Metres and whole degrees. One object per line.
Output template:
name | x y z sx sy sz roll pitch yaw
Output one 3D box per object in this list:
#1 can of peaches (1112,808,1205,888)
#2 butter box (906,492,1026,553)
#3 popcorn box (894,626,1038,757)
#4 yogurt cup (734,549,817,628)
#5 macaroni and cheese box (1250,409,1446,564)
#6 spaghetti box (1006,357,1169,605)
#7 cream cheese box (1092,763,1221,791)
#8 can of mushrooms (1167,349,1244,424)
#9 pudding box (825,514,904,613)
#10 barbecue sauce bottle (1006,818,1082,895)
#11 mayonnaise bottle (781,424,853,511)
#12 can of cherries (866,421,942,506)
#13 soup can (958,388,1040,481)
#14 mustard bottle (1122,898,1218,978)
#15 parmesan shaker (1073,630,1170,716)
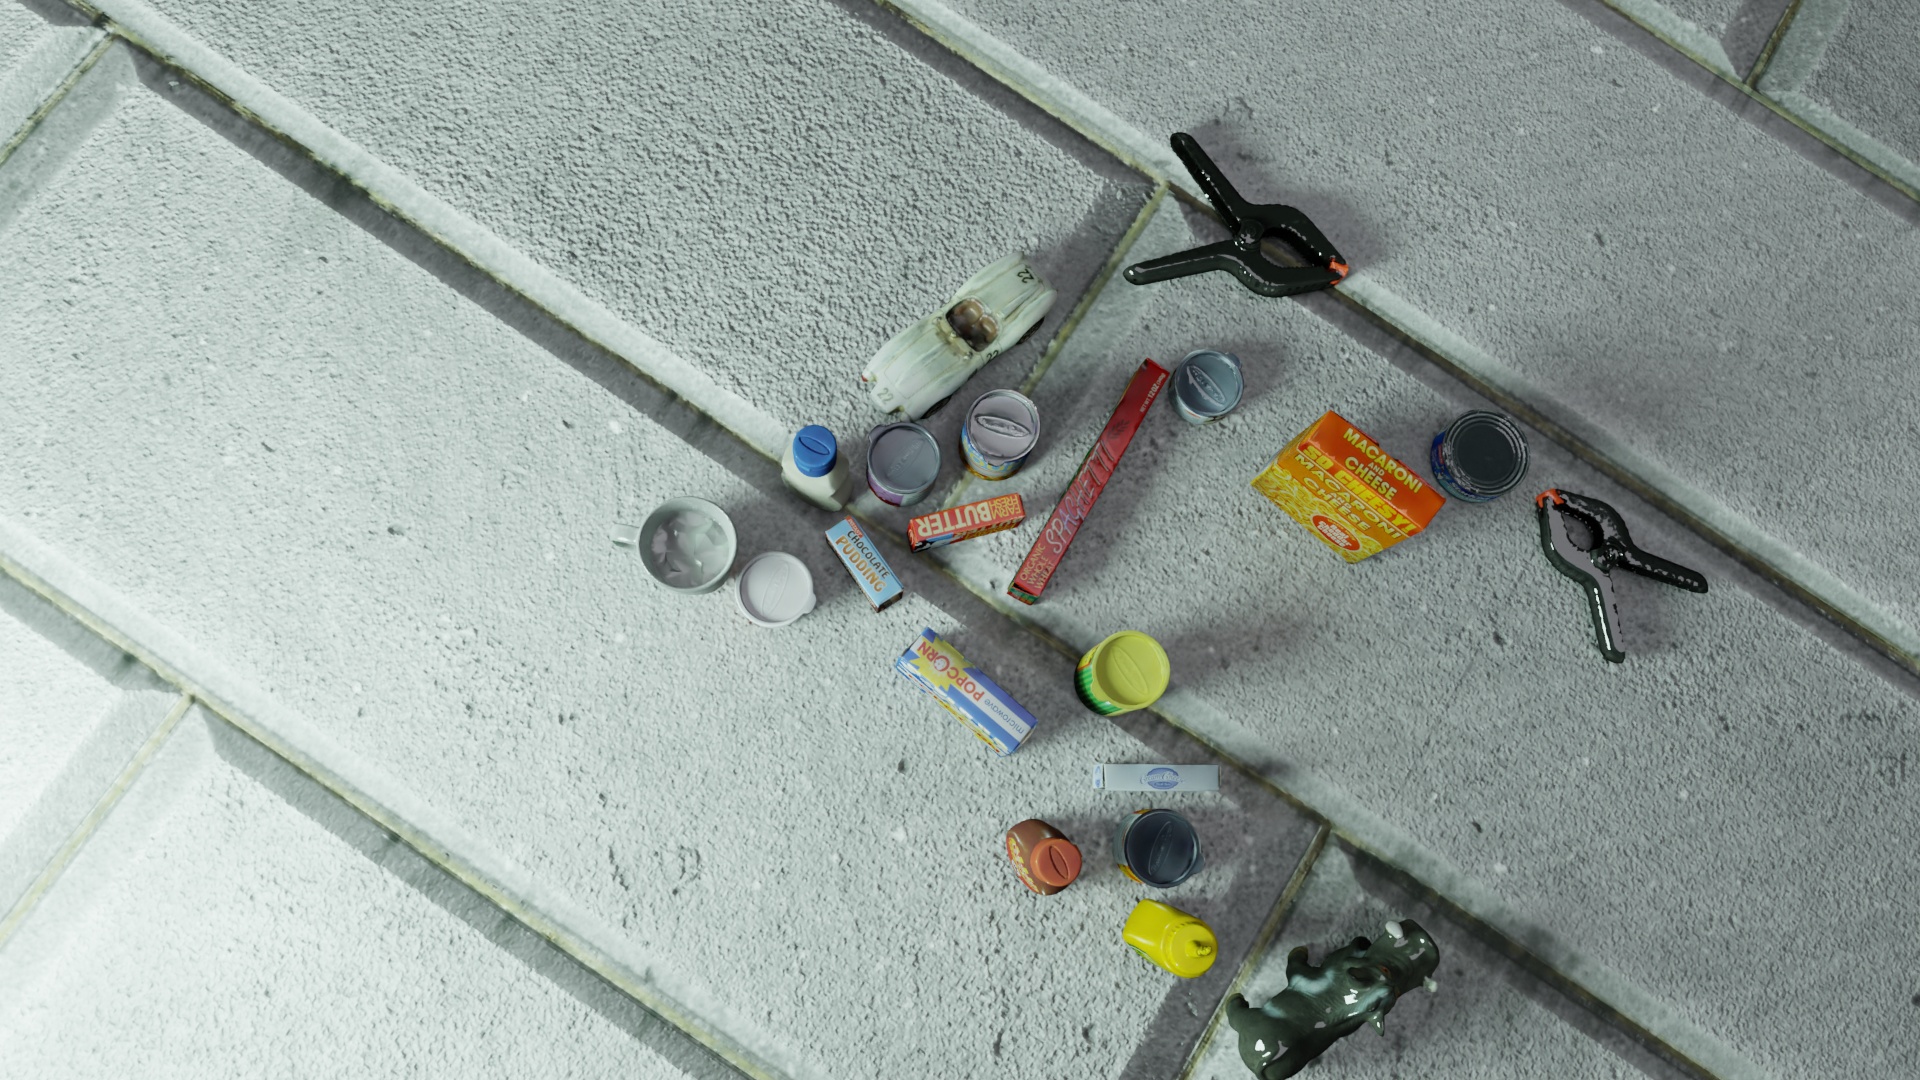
can of peaches | 0.171 0.267 1.202 0.071 0.058 0.071 1 79 -5
butter box | 0.004 -0.016 1.247 0.104 0.053 0.024 -14 81 -8
popcorn box | 0.004 0.133 1.200 0.127 0.085 0.038 40 78 3
yogurt cup | -0.162 0.046 1.218 0.072 0.054 0.072 1 79 -5
macaroni and cheese box | 0.337 -0.045 1.225 0.124 0.166 0.040 39 78 3
spaghetti box | 0.116 -0.053 1.266 0.029 0.050 0.250 31 78 1
cream cheese box | 0.171 0.208 1.217 0.104 0.053 0.024 1 79 -5
can of mushrooms | 0.231 -0.145 1.304 0.071 0.033 0.071 1 79 -5
pudding box | -0.085 0.021 1.233 0.030 0.049 0.084 -34 84 -10
barbecue sauce bottle | 0.071 0.263 1.148 0.044 0.148 0.065 -25 82 -9
mayonnaise bottle | -0.124 -0.063 1.196 0.065 0.148 0.041 28 78 1
can of cherries | -0.053 -0.070 1.249 0.071 0.058 0.071 1 79 -5
soup can | 0.033 -0.091 1.249 0.071 0.083 0.071 1 79 -5
mustard bottle | 0.177 0.329 1.138 0.065 0.160 0.049 32 78 1
parmesan shaker | 0.136 0.118 1.206 0.071 0.103 0.071 1 79 -5
